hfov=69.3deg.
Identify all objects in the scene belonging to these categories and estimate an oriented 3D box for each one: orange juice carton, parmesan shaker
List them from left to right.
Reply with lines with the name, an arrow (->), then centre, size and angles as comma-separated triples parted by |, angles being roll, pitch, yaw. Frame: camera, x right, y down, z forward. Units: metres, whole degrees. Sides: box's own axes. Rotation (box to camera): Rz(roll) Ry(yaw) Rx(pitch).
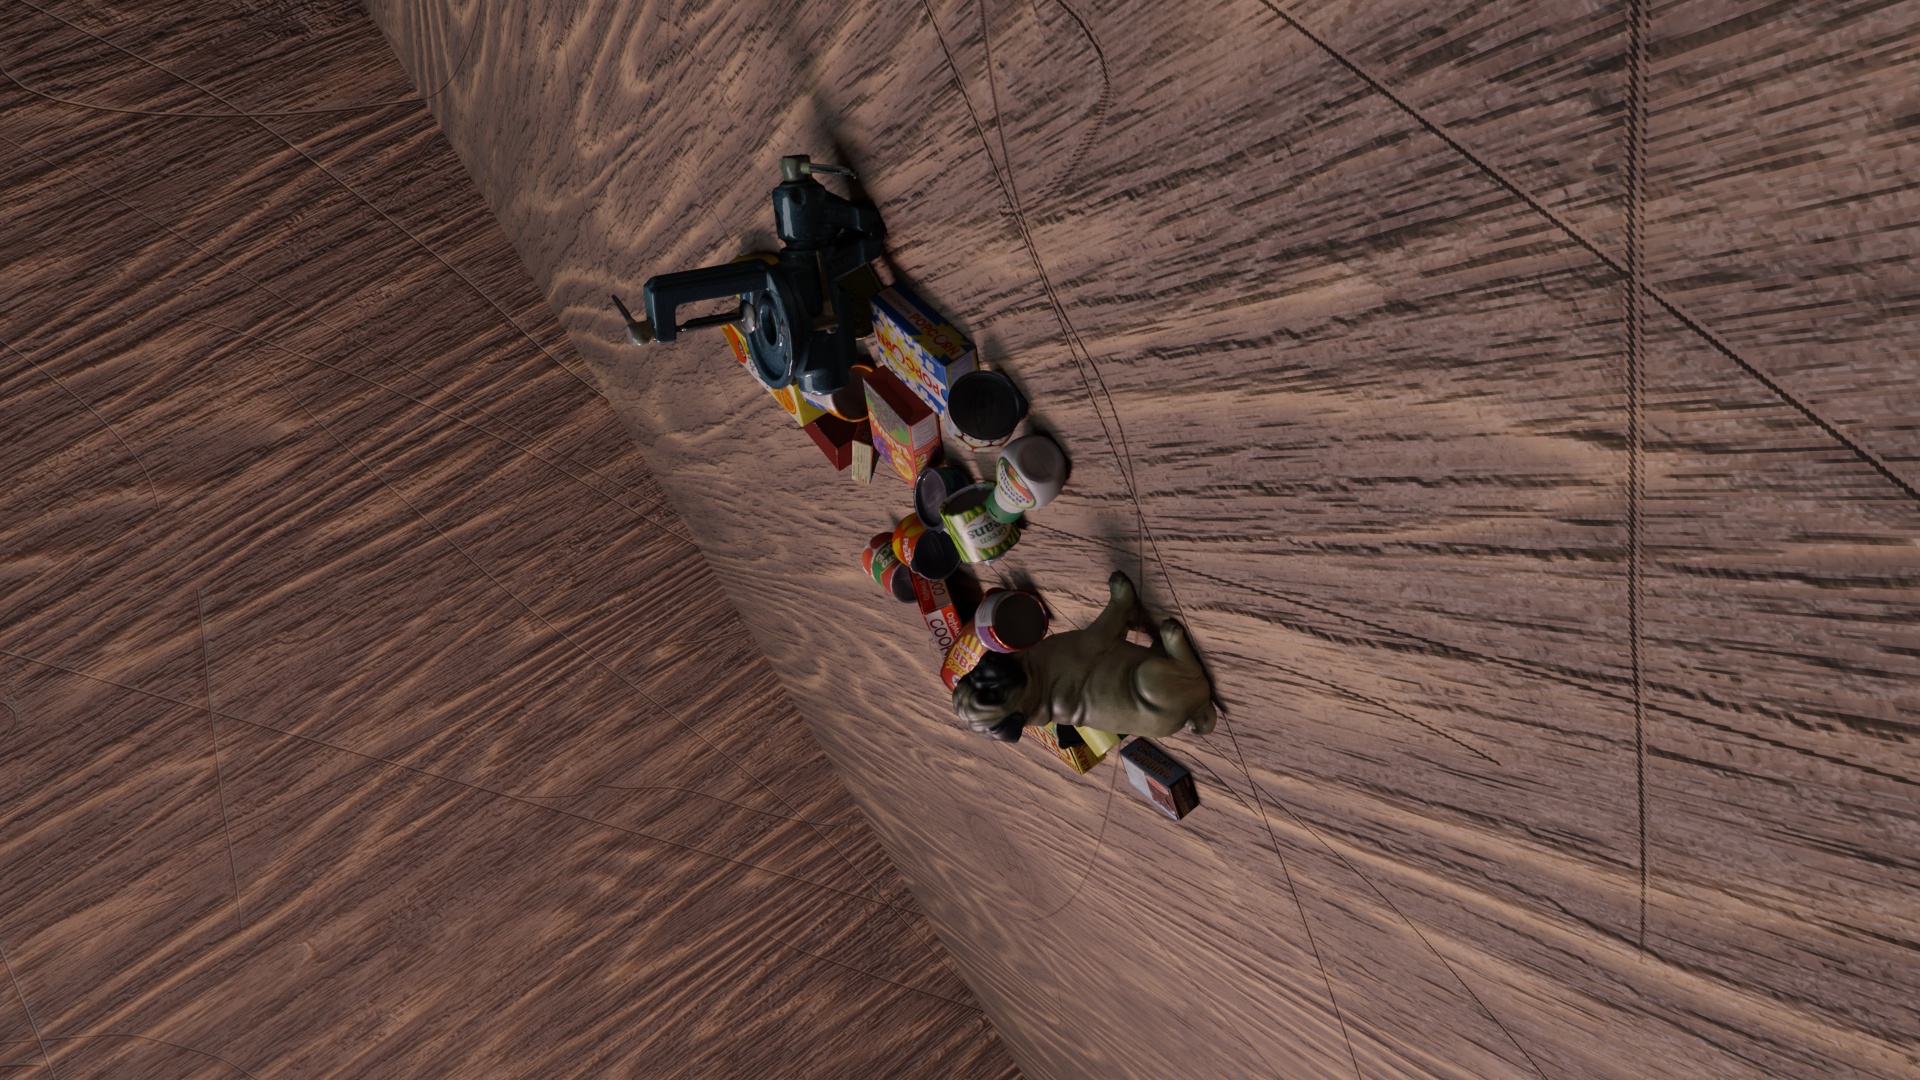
orange juice carton -> -0.215, -0.228, 1.646 | 0.193, 0.072, 0.072 | 45, 159, 32
parmesan shaker -> 0.132, 0.159, 1.396 | 0.103, 0.071, 0.071 | 53, 162, 11

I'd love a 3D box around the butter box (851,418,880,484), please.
butter box -> -0.106, -0.110, 1.587 | 0.024, 0.053, 0.103 | 16, 156, 2

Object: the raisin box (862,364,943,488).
raisin box -> -0.059, -0.118, 1.471 | 0.086, 0.040, 0.122 | 47, 161, 27

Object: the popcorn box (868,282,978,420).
popcorn box -> -0.032, -0.174, 1.298 | 0.127, 0.038, 0.084 | 45, 158, 34

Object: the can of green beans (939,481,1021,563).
can of green beans -> 0.019, -0.019, 1.387 | 0.071, 0.071, 0.057 | 23, 142, 61

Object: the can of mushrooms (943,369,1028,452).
can of mushrooms -> 0.021, -0.113, 1.218 | 0.071, 0.071, 0.033 | 54, 162, 10

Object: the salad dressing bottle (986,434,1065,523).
salad dressing bottle -> 0.055, -0.051, 1.267 | 0.064, 0.044, 0.147 | 52, 163, 6

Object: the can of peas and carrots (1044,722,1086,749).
can of peas and carrots -> 0.112, 0.180, 1.483 | 0.059, 0.071, 0.070 | 34, 152, 53

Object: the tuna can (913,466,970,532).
tuna can -> -0.018, -0.043, 1.456 | 0.071, 0.033, 0.071 | 12, 104, 55

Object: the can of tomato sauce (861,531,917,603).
can of tomato sauce -> -0.078, 0.031, 1.746 | 0.083, 0.071, 0.071 | 35, 152, 52

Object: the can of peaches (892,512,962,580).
can of peaches -> -0.039, 0.006, 1.586 | 0.058, 0.071, 0.071 | 31, 149, 57

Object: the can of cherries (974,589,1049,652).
can of cherries -> 0.057, 0.087, 1.481 | 0.071, 0.072, 0.058 | 58, 162, -3

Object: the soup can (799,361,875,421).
soup can -> -0.129, -0.170, 1.531 | 0.084, 0.071, 0.071 | 28, 147, 56

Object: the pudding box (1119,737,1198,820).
pudding box -> 0.202, 0.243, 1.418 | 0.084, 0.030, 0.049 | 33, 150, 53

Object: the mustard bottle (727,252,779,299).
mustard bottle -> -0.243, -0.304, 1.623 | 0.160, 0.049, 0.065 | 28, 145, 57

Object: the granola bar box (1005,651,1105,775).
granola bar box -> 0.089, 0.185, 1.609 | 0.166, 0.039, 0.123 | 30, 149, 57

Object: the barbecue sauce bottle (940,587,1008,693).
barbecue sauce bottle -> 0.024, 0.116, 1.571 | 0.065, 0.044, 0.147 | 40, 133, 21

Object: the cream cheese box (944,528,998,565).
cream cheese box -> 0.005, -0.019, 1.498 | 0.104, 0.024, 0.053 | 38, 156, 47

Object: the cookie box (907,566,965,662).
cookie box -> -0.013, 0.110, 1.687 | 0.123, 0.040, 0.166 | -111, -1, -57
